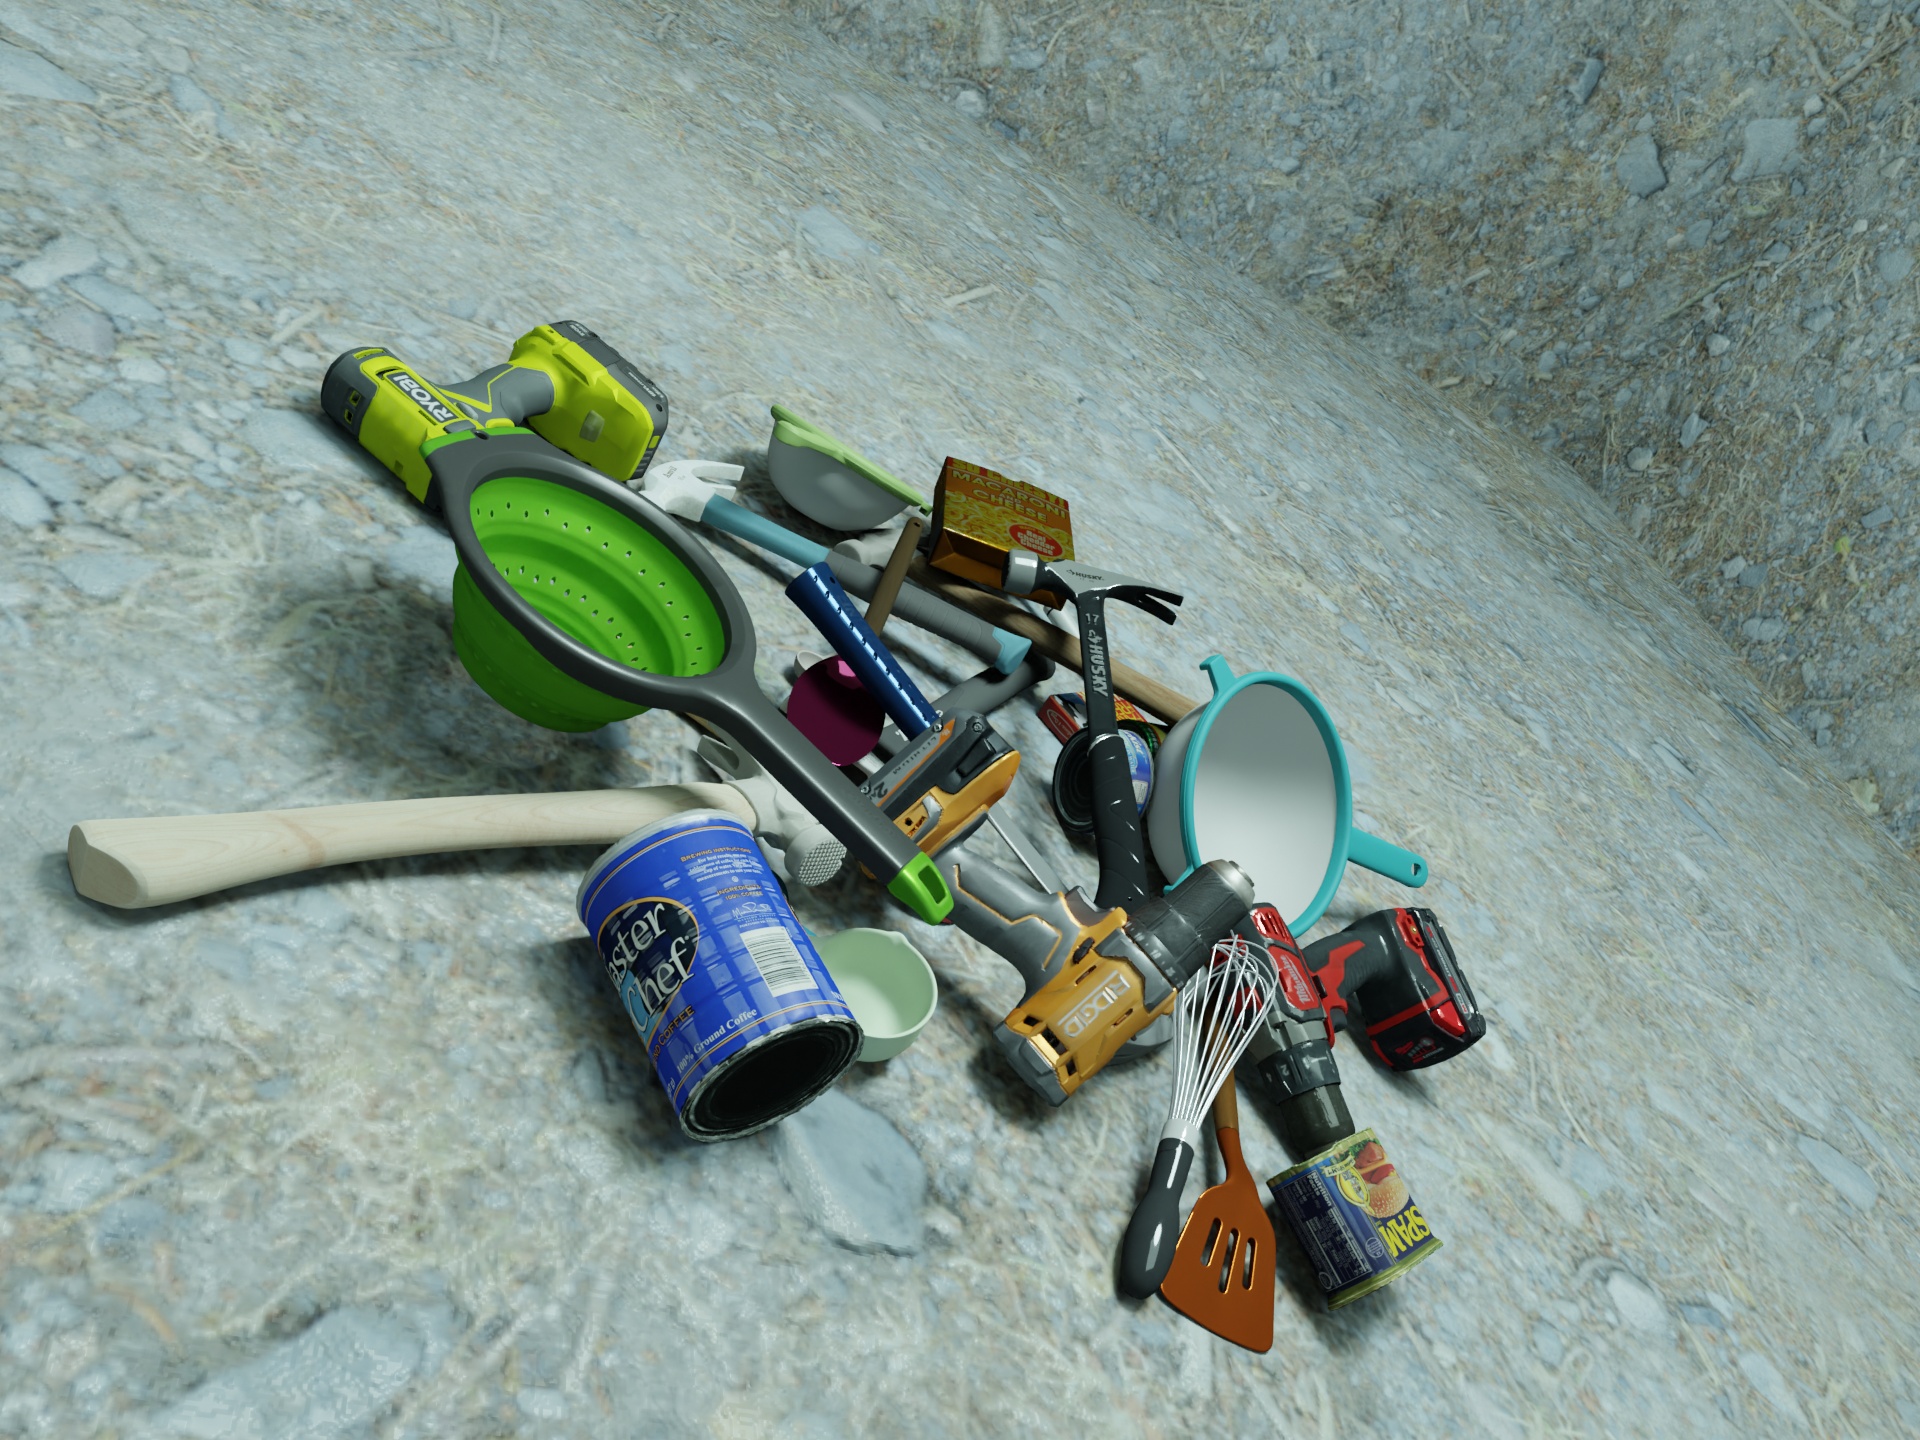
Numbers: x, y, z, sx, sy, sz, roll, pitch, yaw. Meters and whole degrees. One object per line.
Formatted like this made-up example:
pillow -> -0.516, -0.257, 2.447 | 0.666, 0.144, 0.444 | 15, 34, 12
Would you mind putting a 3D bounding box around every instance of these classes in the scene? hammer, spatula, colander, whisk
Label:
hammer -> -0.097, -0.119, 1.264 | 0.331, 0.033, 0.128 | 26, 29, -5
spatula -> 0.168, 0.262, 1.044 | 0.081, 0.041, 0.323 | 32, 25, -11
hammer -> 0.056, -0.078, 1.340 | 0.331, 0.031, 0.130 | 30, 26, 14
colander -> -0.171, -0.004, 0.931 | 0.397, 0.094, 0.204 | 44, 25, 5
hammer -> -0.258, 0.050, 0.866 | 0.410, 0.038, 0.146 | -2, 34, -45
hammer -> 0.017, 0.059, 1.086 | 0.405, 0.035, 0.144 | 51, 31, 2
hammer -> 0.110, 0.008, 1.173 | 0.149, 0.036, 0.409 | 9, 40, -8
hammer -> -0.002, -0.004, 1.233 | 0.146, 0.035, 0.335 | 41, 29, 10
whisk -> 0.142, 0.236, 0.990 | 0.070, 0.070, 0.285 | 34, 43, -5

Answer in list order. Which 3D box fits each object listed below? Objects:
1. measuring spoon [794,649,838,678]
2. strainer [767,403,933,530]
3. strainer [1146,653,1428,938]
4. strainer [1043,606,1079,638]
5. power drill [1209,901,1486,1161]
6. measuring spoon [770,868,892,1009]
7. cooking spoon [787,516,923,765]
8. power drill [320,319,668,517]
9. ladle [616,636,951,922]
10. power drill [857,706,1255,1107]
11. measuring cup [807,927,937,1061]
measuring spoon -> -0.092, -0.041, 1.217 | 0.034, 0.018, 0.124 | 43, 23, 13
strainer -> -0.120, -0.200, 1.304 | 0.151, 0.069, 0.256 | 33, 8, 7
strainer -> 0.257, 0.087, 1.295 | 0.340, 0.095, 0.211 | 22, 73, -41
strainer -> 0.080, -0.108, 1.468 | 0.087, 0.050, 0.259 | -9, 58, -43
power drill -> 0.285, 0.222, 1.159 | 0.226, 0.080, 0.188 | 4, 57, -42
measuring spoon -> -0.087, 0.129, 0.960 | 0.128, 0.021, 0.042 | 38, 29, 5
cooking spoon -> -0.066, -0.069, 1.179 | 0.068, 0.017, 0.319 | 27, 38, -7
power drill -> -0.321, -0.212, 1.154 | 0.171, 0.080, 0.223 | 40, 33, 8
ladle -> -0.119, 0.031, 1.067 | 0.315, 0.031, 0.069 | 35, 29, 1
power drill -> 0.053, 0.096, 0.987 | 0.226, 0.185, 0.084 | 48, -5, 12
measuring cup -> -0.095, 0.142, 0.923 | 0.167, 0.038, 0.083 | 25, 41, 5
